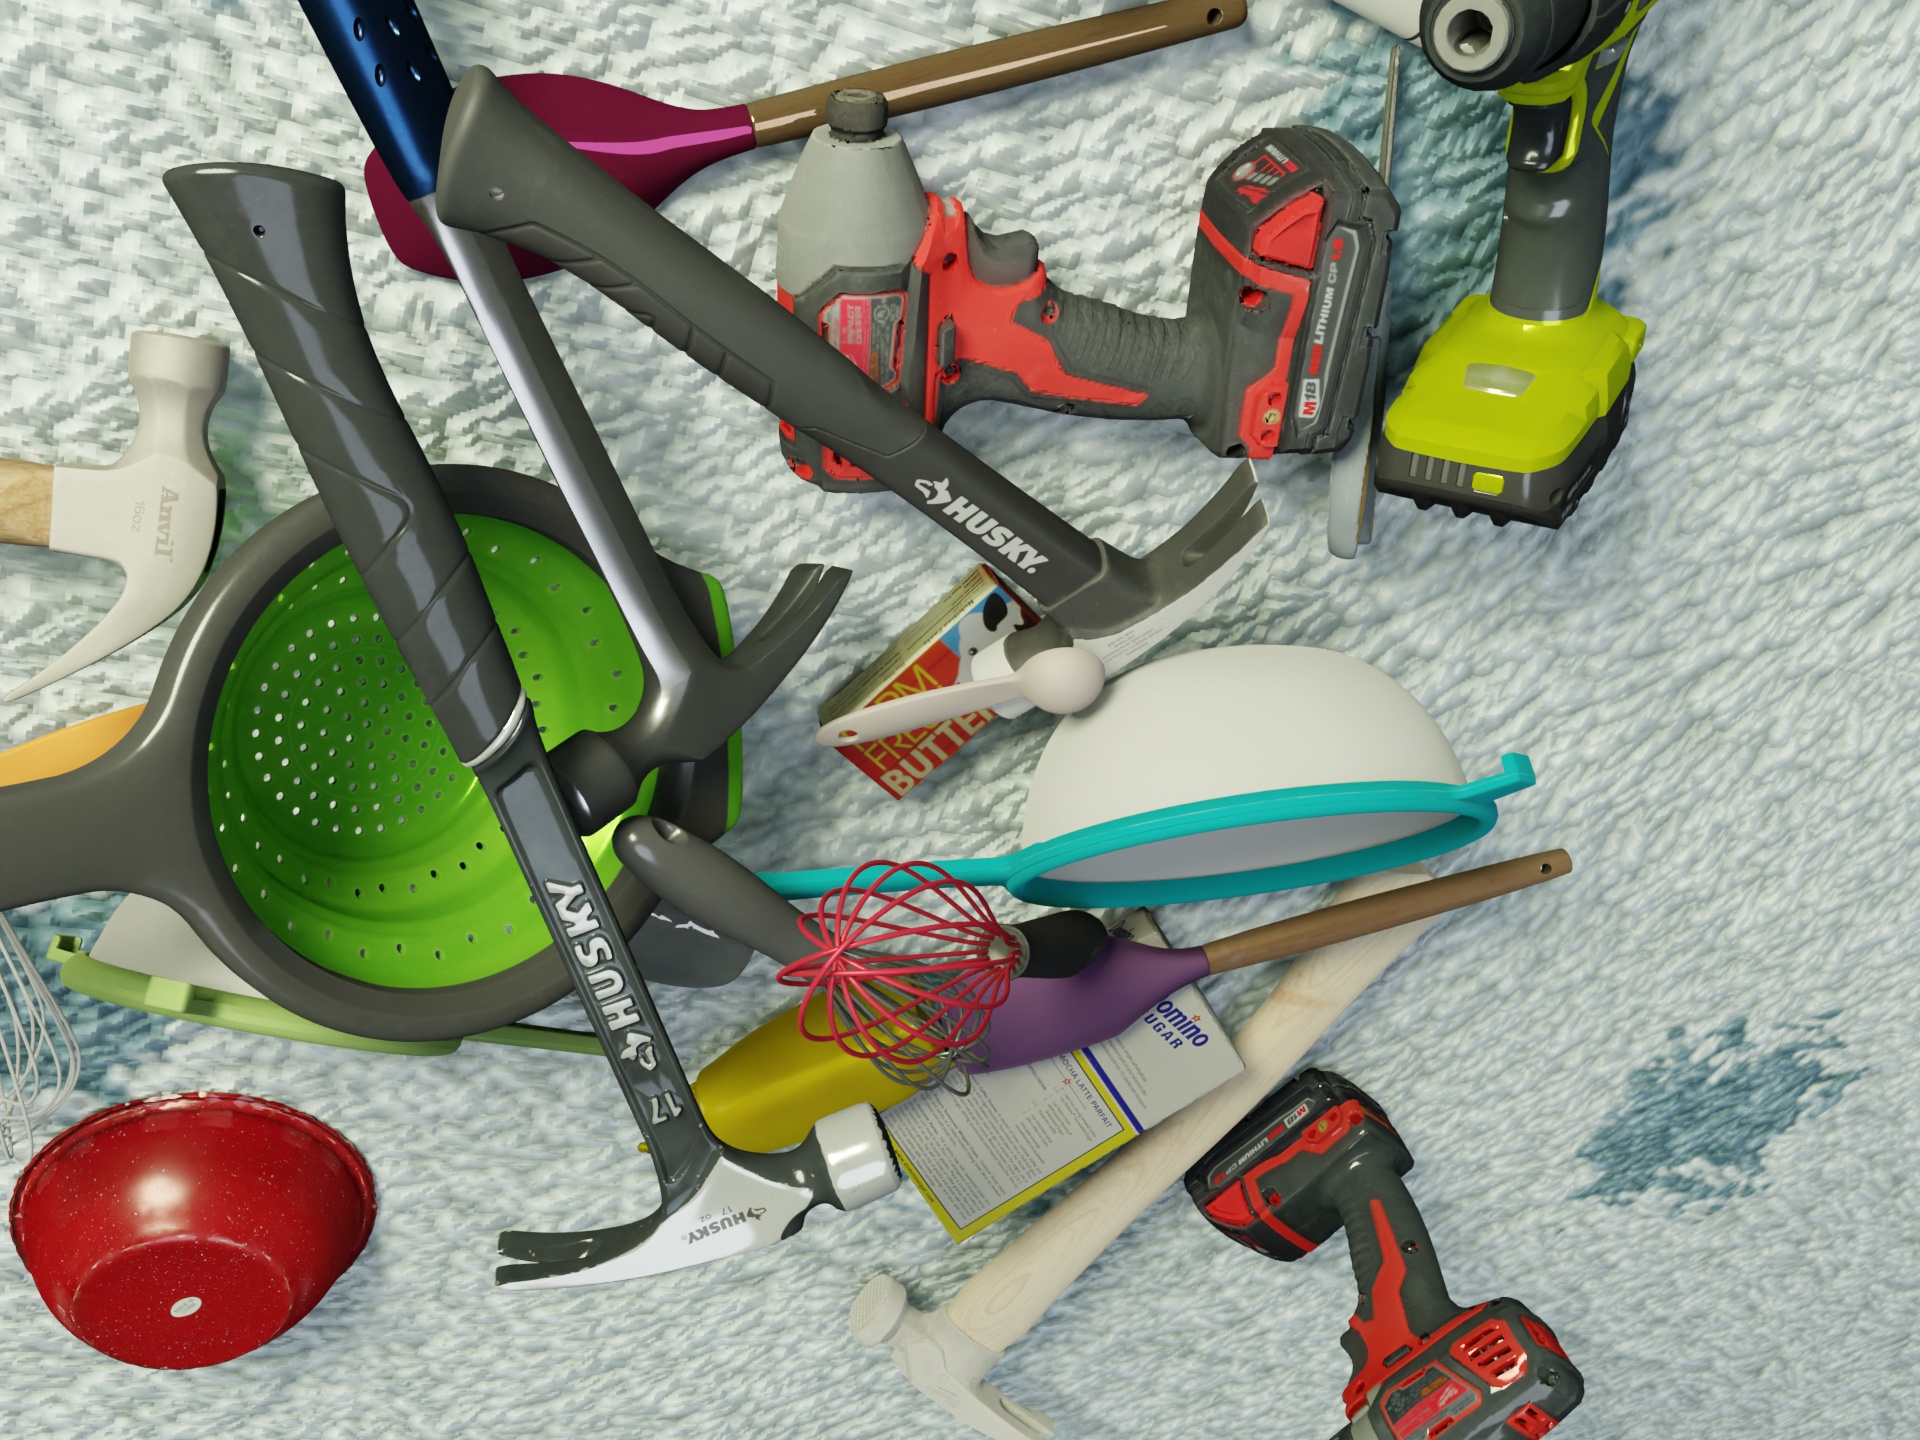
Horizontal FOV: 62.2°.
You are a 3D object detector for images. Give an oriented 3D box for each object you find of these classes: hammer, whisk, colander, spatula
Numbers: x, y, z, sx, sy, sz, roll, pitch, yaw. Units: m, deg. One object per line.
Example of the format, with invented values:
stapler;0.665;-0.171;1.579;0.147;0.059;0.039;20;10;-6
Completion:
hammer;-0.150;0.022;0.522;0.149;0.036;0.408;-21;112;-6
hammer;-0.156;-0.163;0.512;0.144;0.035;0.405;-39;122;-31
hammer;-0.030;-0.105;0.543;0.146;0.035;0.334;-31;138;29
whisk;-0.391;0.057;0.611;0.070;0.070;0.284;-3;117;-16
whisk;0.011;0.092;0.631;0.073;0.073;0.295;-43;162;12
colander;-0.262;0.022;0.537;0.397;0.094;0.204;-14;107;-41
hammer;0.123;0.238;0.878;0.146;0.038;0.410;39;102;-11
whisk;-0.059;0.100;0.658;0.055;0.055;0.238;-39;133;9
hammer;-0.418;-0.081;0.512;0.331;0.031;0.130;5;97;-16
spatula;0.144;0.108;0.775;0.316;0.018;0.060;-15;90;0

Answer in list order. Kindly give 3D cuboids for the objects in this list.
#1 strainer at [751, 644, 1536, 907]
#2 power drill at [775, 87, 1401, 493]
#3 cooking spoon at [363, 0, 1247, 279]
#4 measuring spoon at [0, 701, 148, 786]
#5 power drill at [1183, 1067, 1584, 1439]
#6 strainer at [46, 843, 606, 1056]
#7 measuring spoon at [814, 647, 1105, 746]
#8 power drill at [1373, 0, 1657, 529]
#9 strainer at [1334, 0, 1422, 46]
strainer;0.055;0.024;0.694;0.340;0.095;0.211;-5;165;-3
power drill;0.040;-0.161;0.592;0.219;0.079;0.143;-5;127;-10
cooking spoon;-0.049;-0.217;0.564;0.319;0.017;0.068;-16;125;-6
measuring spoon;-0.337;0.015;0.598;0.117;0.011;0.021;-23;122;-33
power drill;0.203;0.324;0.860;0.188;0.227;0.080;-43;123;12
strainer;-0.231;0.100;0.670;0.256;0.151;0.069;19;78;-40
measuring spoon;-0.001;-0.002;0.644;0.124;0.018;0.034;-14;144;12
power drill;0.206;-0.190;0.576;0.190;0.080;0.228;-46;143;-40
strainer;0.084;-0.282;0.551;0.258;0.050;0.087;12;86;-30
